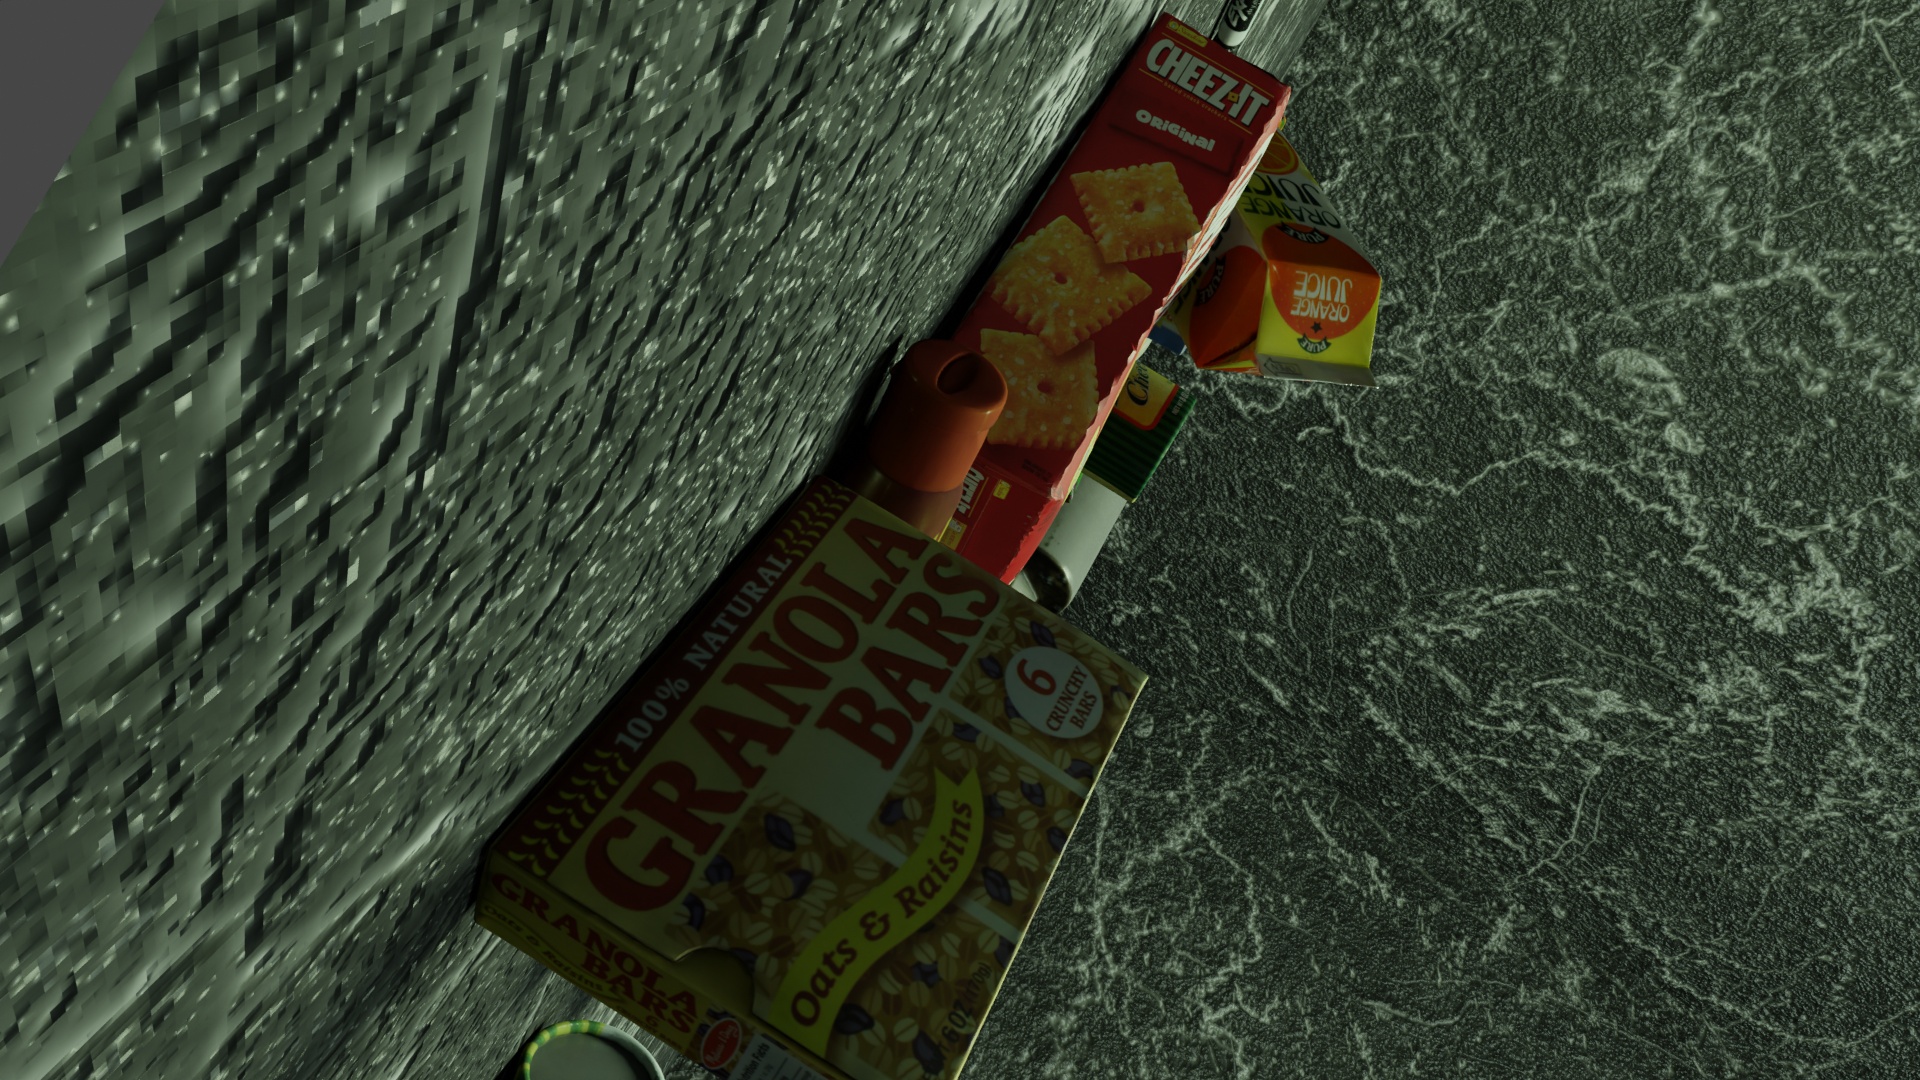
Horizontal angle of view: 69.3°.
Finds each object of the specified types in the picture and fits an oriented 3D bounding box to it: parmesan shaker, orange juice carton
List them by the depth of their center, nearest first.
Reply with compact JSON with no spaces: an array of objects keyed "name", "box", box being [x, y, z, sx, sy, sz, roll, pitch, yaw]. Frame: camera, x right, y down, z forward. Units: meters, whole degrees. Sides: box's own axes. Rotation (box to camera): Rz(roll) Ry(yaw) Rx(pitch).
[{"name":"orange juice carton","box":[0.150,-0.147,0.722,0.072,0.072,0.193,118,-34,-41]},{"name":"parmesan shaker","box":[0.065,-0.075,0.734,0.071,0.103,0.071,-58,177,-5]}]

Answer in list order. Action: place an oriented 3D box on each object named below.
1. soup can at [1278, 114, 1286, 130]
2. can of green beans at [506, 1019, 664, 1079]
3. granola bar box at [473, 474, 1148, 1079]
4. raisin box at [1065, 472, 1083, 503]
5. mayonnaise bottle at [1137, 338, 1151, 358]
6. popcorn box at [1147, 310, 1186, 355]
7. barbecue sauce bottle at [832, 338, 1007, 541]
[{"name":"soup can","box":[0.148,-0.234,0.840,0.083,0.071,0.072,-60,176,30]},{"name":"can of green beans","box":[-0.166,0.248,0.588,0.057,0.071,0.071,-60,177,19]},{"name":"granola bar box","box":[-0.031,0.067,0.391,0.166,0.124,0.038,-55,175,-46]},{"name":"raisin box","box":[0.081,-0.100,1.025,0.085,0.040,0.124,86,22,-43]},{"name":"mayonnaise bottle","box":[0.061,-0.100,0.866,0.148,0.065,0.041,-53,179,-16]},{"name":"popcorn box","box":[0.116,-0.165,0.835,0.038,0.085,0.127,-62,175,31]},{"name":"barbecue sauce bottle","box":[-0.029,-0.004,0.490,0.147,0.044,0.065,-61,176,38]}]
